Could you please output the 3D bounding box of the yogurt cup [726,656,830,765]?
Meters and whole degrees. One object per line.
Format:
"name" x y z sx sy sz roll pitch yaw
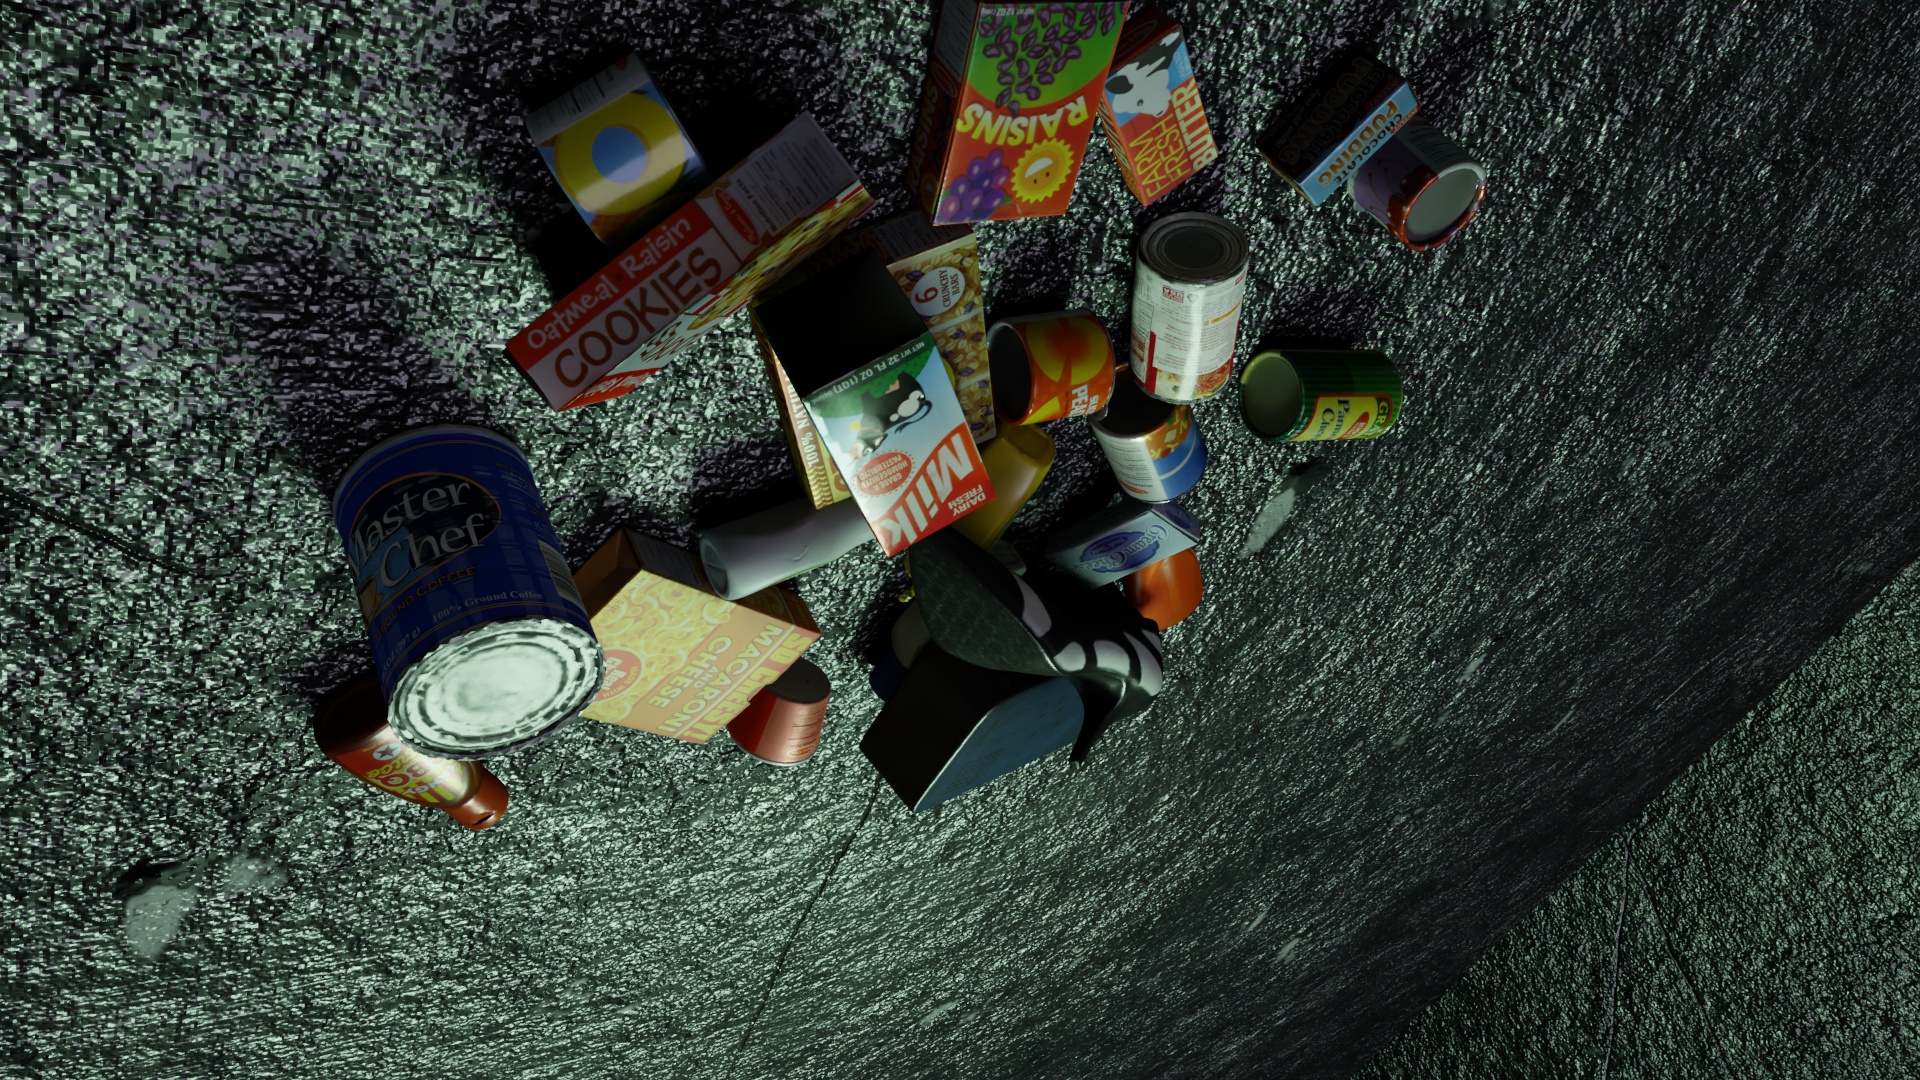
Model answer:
"yogurt cup" -0.125 0.117 0.978 0.072 0.072 0.053 0 126 -37

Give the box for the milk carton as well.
"milk carton" -0.037 -0.059 0.752 0.072 0.074 0.189 -29 145 -4

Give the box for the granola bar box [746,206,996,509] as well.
"granola bar box" -0.047 -0.103 0.793 0.124 0.039 0.164 -24 144 -11

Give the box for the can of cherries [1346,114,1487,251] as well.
"can of cherries" 0.291 -0.226 0.889 0.072 0.058 0.071 -21 143 -17

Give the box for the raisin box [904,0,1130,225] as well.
"raisin box" 0.027 -0.223 0.704 0.086 0.040 0.122 -13 141 -27

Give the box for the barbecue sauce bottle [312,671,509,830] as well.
"barbecue sauce bottle" -0.330 0.135 0.857 0.065 0.044 0.148 -29 145 -6

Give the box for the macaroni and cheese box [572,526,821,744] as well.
"macaroni and cheese box" -0.188 0.067 0.888 0.123 0.040 0.166 -43 144 16

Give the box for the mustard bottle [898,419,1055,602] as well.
"mustard bottle" 0.003 -0.012 0.922 0.159 0.049 0.065 -54 -178 33

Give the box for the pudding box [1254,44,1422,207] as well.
"pudding box" 0.223 -0.245 0.822 0.083 0.050 0.030 -43 142 15

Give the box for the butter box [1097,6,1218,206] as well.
"butter box" 0.105 -0.235 0.763 0.053 0.024 0.103 -35 145 2

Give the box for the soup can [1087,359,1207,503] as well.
"soup can" 0.128 -0.076 0.939 0.071 0.071 0.083 -33 145 1

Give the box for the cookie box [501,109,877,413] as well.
"cookie box" -0.120 -0.127 0.648 0.167 0.040 0.123 -36 -173 5

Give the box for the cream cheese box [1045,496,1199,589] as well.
"cream cheese box" 0.117 -0.001 1.009 0.053 0.024 0.103 32 139 -32

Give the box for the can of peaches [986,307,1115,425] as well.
"can of peaches" 0.053 -0.103 0.842 0.058 0.071 0.070 -11 140 -26

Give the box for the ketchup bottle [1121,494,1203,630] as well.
"ketchup bottle" 0.154 0.013 1.085 0.065 0.044 0.148 -34 145 -8

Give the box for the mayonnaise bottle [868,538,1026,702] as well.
"mayonnaise bottle" -0.016 0.060 1.013 0.065 0.041 0.147 4 132 -46

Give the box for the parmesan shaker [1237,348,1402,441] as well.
"parmesan shaker" 0.258 -0.104 1.006 0.103 0.071 0.071 -5 137 -33

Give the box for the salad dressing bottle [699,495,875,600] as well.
"salad dressing bottle" -0.087 -0.008 0.864 0.148 0.064 0.044 -21 106 -28

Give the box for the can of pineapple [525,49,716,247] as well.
"can of pineapple" -0.147 -0.169 0.610 0.058 0.071 0.070 -31 145 0
